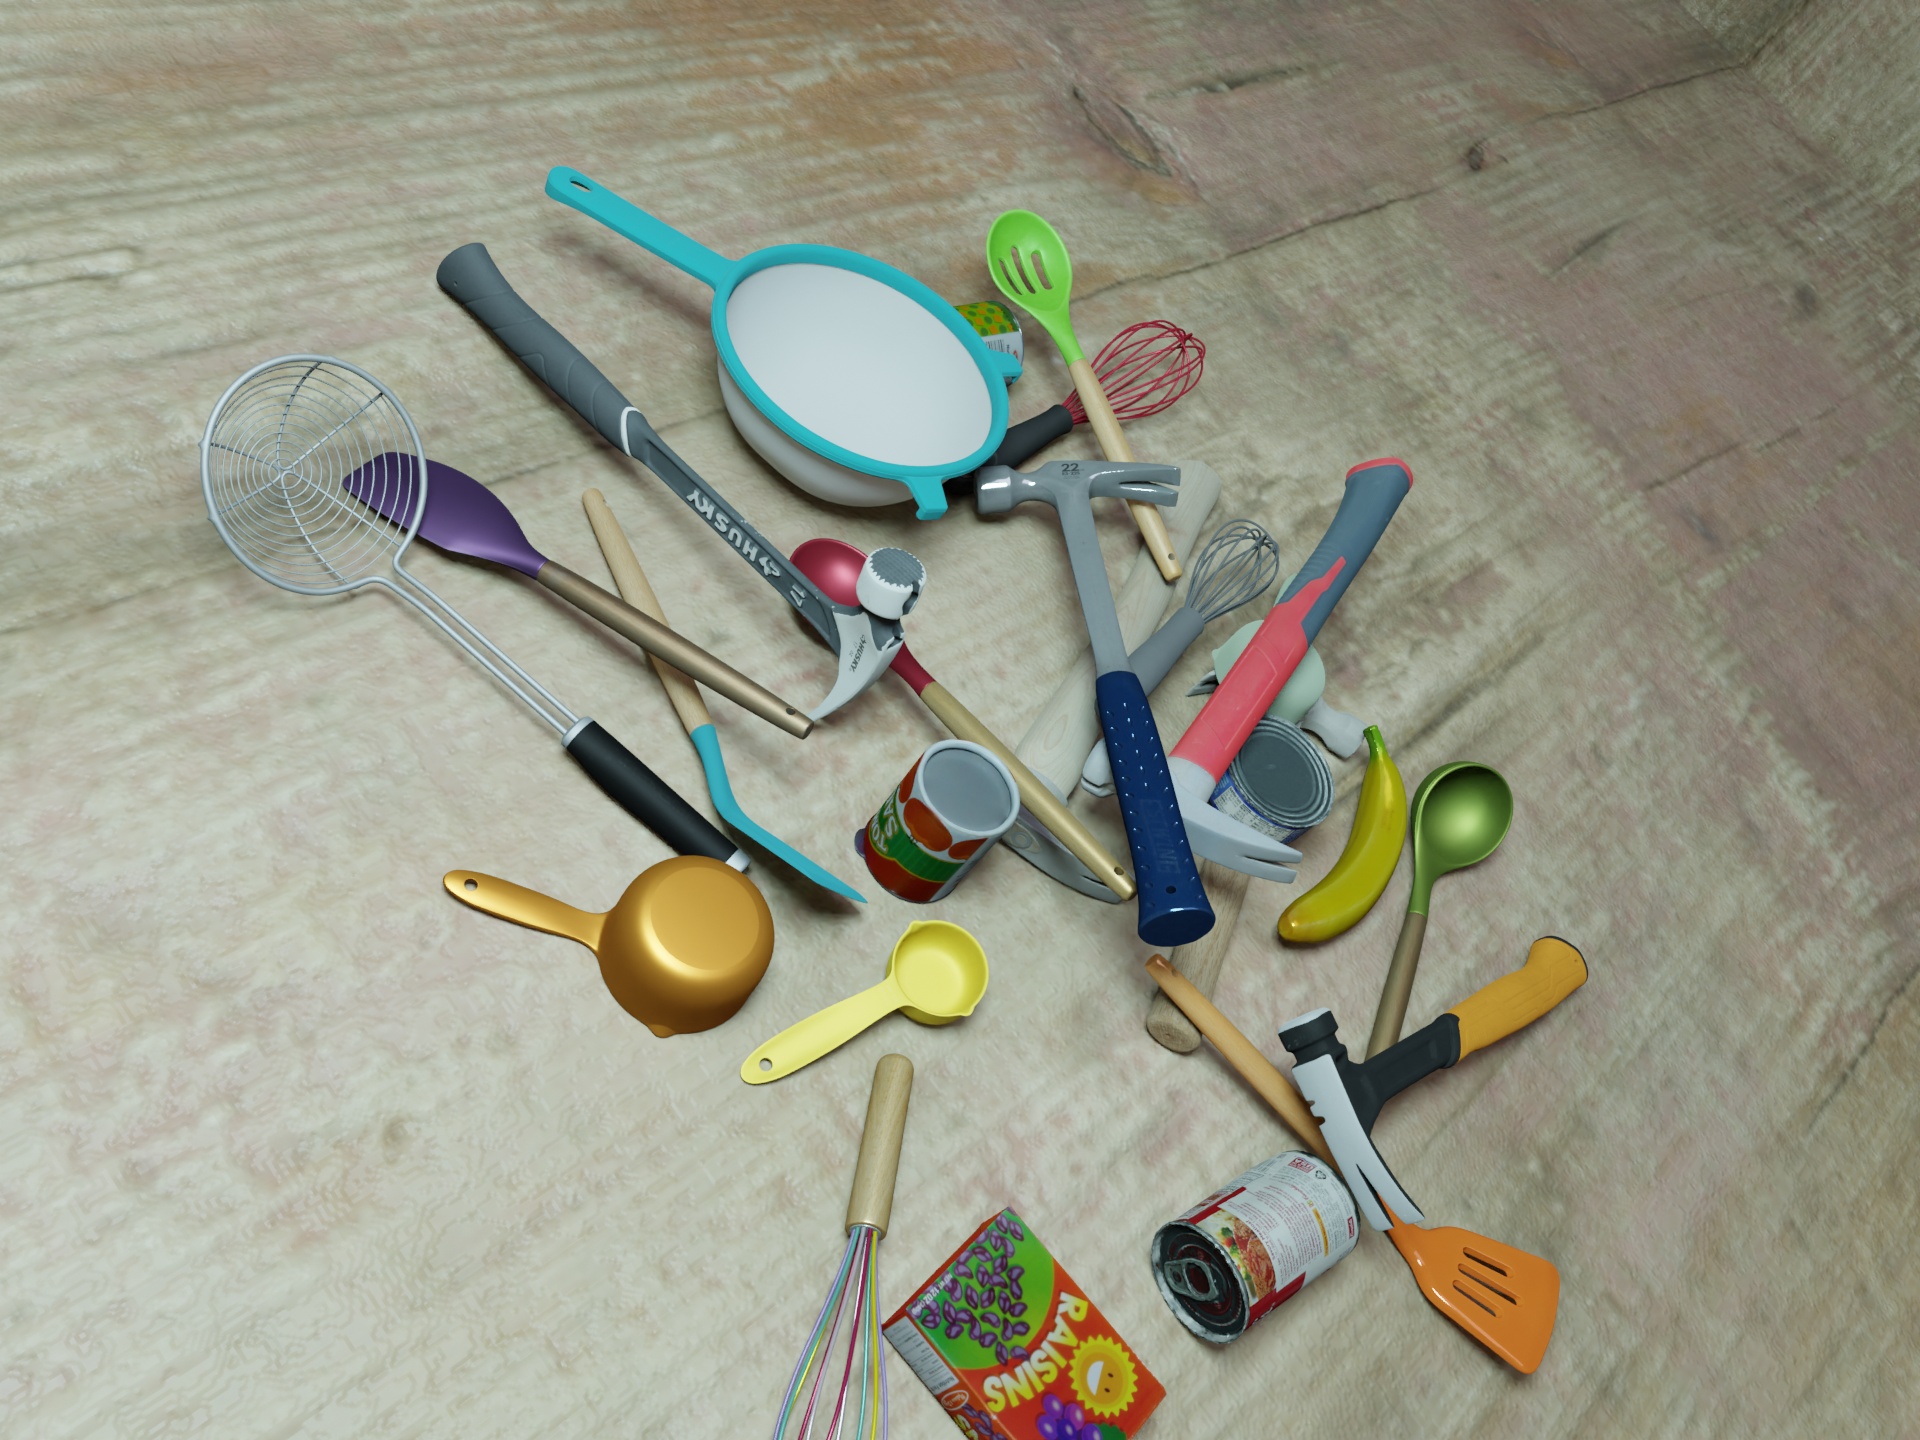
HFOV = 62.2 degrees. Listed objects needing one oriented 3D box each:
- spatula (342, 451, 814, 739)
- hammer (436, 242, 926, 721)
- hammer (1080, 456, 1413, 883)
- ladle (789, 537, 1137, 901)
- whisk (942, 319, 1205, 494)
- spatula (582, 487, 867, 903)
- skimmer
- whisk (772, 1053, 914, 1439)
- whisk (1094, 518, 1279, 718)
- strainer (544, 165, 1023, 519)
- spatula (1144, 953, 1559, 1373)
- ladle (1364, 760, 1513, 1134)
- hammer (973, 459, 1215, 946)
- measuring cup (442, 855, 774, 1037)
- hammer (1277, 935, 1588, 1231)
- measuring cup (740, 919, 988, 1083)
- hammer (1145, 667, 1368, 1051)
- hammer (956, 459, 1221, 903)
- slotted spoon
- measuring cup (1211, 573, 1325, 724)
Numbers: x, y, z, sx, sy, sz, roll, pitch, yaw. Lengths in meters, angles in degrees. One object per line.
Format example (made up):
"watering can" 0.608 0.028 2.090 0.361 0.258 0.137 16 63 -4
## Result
"spatula" -0.217 -0.075 0.916 0.316 0.018 0.060 31 47 10
"hammer" -0.188 -0.161 0.979 0.409 0.149 0.036 43 47 16
"hammer" 0.235 -0.054 1.071 0.143 0.038 0.386 27 53 18
"ladle" -0.002 -0.003 0.971 0.069 0.031 0.316 -28 61 -32
"whisk" 0.089 -0.239 1.219 0.296 0.073 0.073 -35 79 -34
"spatula" -0.152 -0.020 0.933 0.318 0.044 0.082 61 9 22
"skimmer" -0.249 -0.045 0.860 0.363 0.090 0.127 42 57 -1
"whisk" -0.055 0.274 0.789 0.051 0.047 0.245 32 43 -21
"whisk" 0.156 -0.071 1.098 0.055 0.055 0.239 43 51 3
"strainer" -0.135 -0.249 1.073 0.340 0.095 0.211 30 46 -5
"spatula" 0.229 0.253 0.946 0.322 0.041 0.081 46 45 -4
"ladle" 0.312 0.151 1.070 0.078 0.062 0.320 47 48 -20
"hammer" 0.102 -0.034 0.998 0.144 0.035 0.406 -5 47 -3
"measuring cup" -0.179 0.100 0.828 0.173 0.052 0.095 22 50 -18
"hammer" 0.325 0.205 1.015 0.336 0.034 0.127 -12 73 -46
"measuring cup" -0.055 0.163 0.881 0.156 0.029 0.062 -25 72 -27
"hammer" 0.183 0.079 1.063 0.130 0.031 0.331 33 49 -5
"hammer" 0.121 -0.053 1.117 0.146 0.038 0.411 36 48 -5
"slotted spoon" 0.095 -0.241 1.178 0.070 0.031 0.314 -16 74 -23
"measuring cup" 0.236 -0.065 1.147 0.083 0.038 0.168 33 47 -4
